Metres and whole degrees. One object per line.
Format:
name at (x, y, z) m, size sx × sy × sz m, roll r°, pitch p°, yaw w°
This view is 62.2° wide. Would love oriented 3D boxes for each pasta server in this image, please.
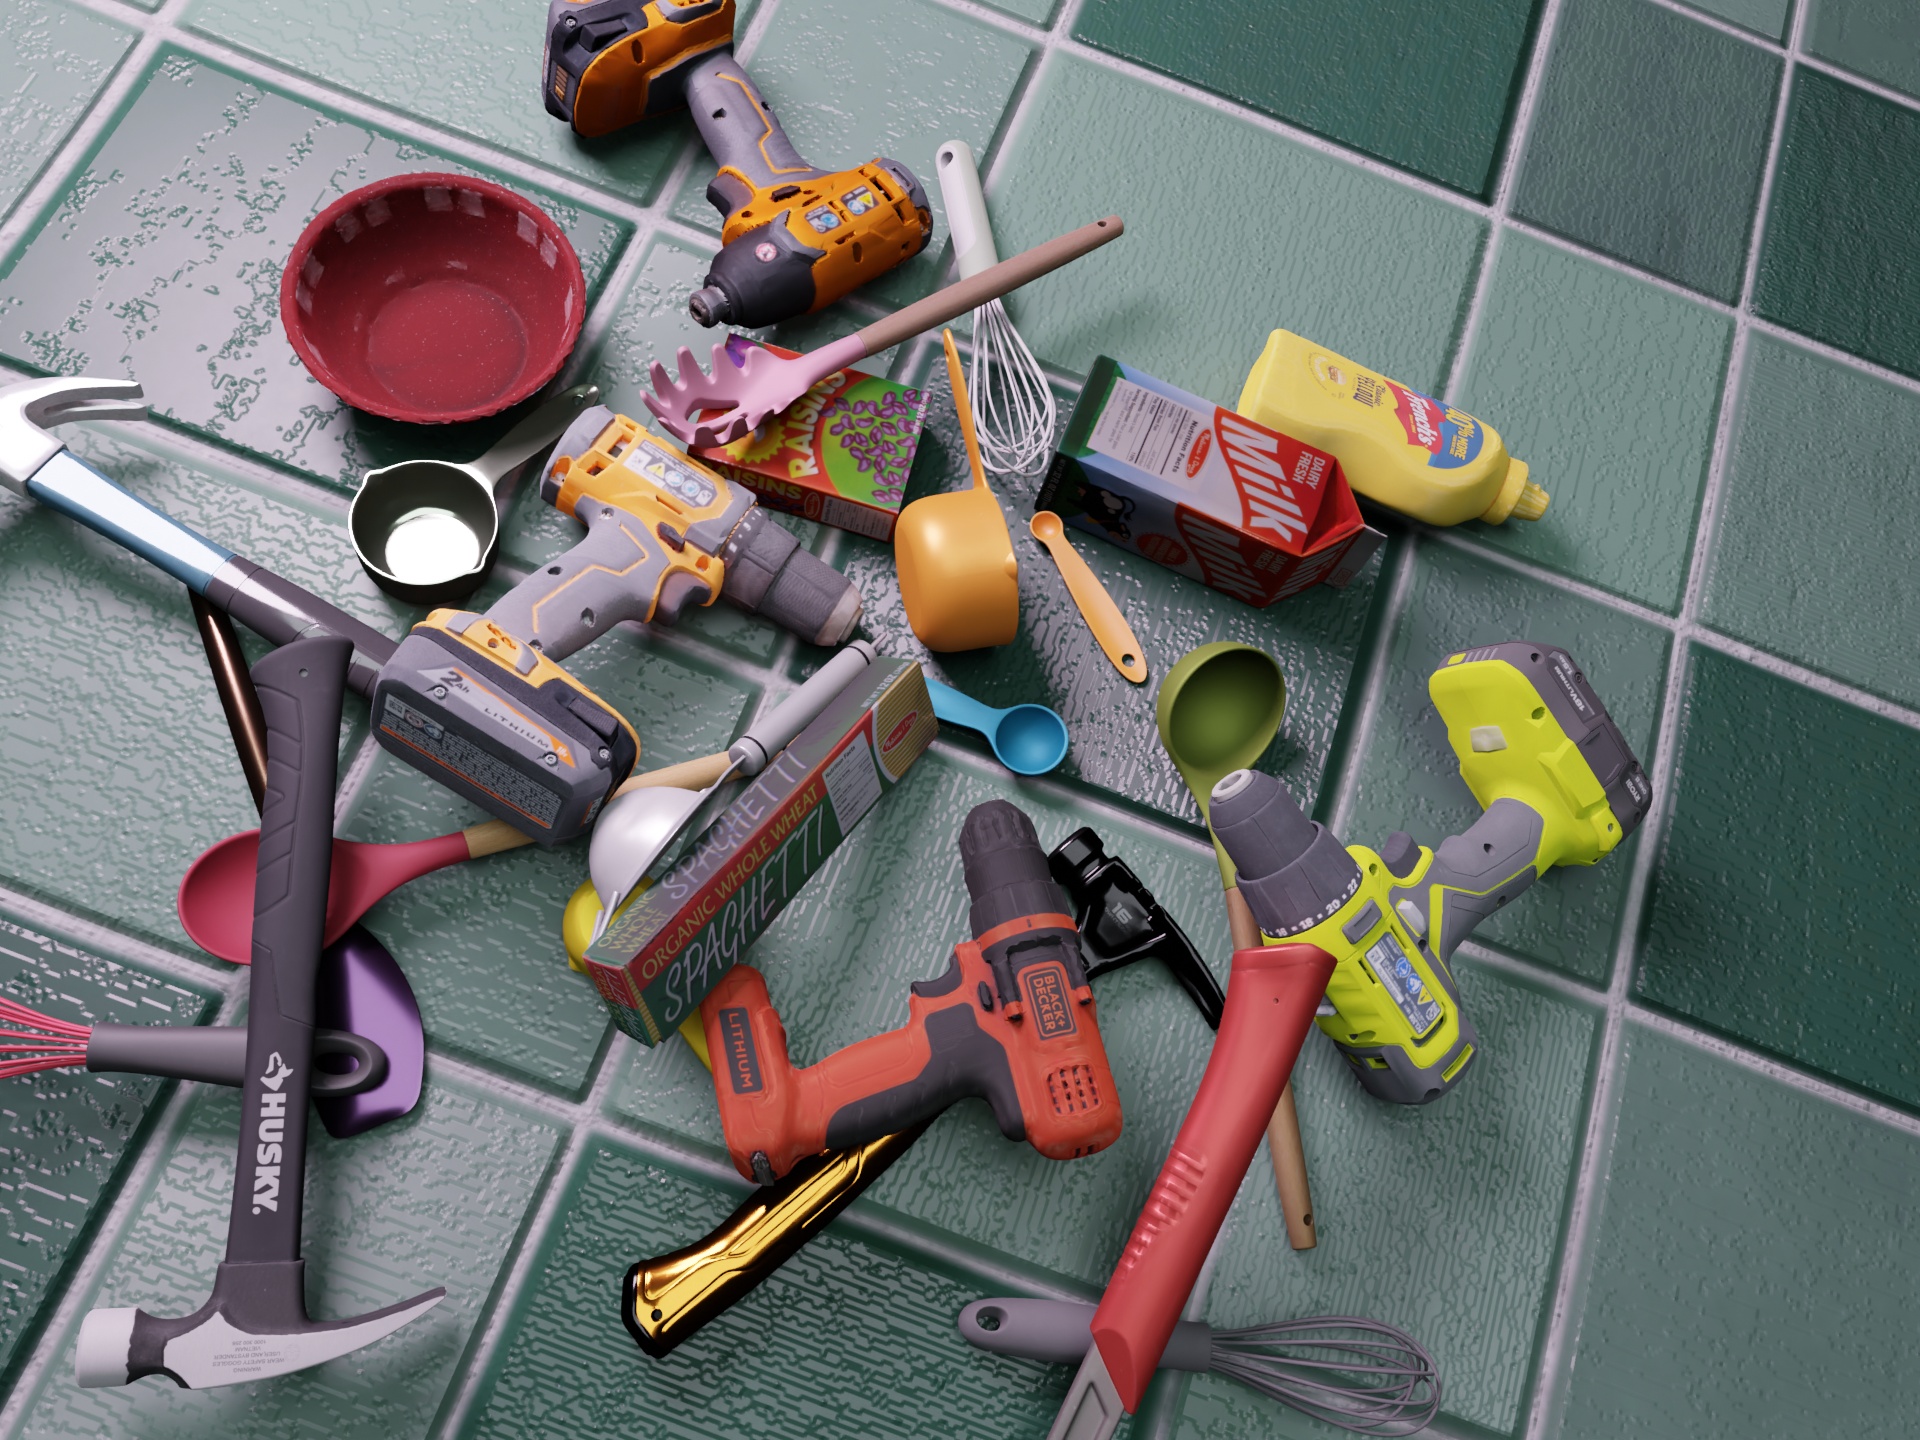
pasta server at (-0.034, -0.228, 0.902) m, size 0.316 × 0.040 × 0.060 m, roll -30°, pitch 65°, yaw -19°

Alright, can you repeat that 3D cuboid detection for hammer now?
hammer at (0.094, 0.270, 0.735) m, size 0.149 × 0.036 × 0.359 m, roll 27°, pitch 83°, yaw 3°
hammer at (-0.367, -0.065, 0.815) m, size 0.331 × 0.033 × 0.128 m, roll 31°, pitch 60°, yaw -4°
hammer at (-0.020, 0.198, 0.792) m, size 0.337 × 0.034 × 0.127 m, roll -36°, pitch 78°, yaw -19°
hammer at (-0.303, 0.124, 0.727) m, size 0.146 × 0.035 × 0.335 m, roll 3°, pitch 77°, yaw -17°

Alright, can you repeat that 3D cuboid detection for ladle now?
ladle at (0.159, 0.113, 0.842) m, size 0.078 × 0.062 × 0.320 m, roll 1°, pitch 72°, yaw -27°
ladle at (-0.225, 0.054, 0.806) m, size 0.315 × 0.031 × 0.069 m, roll -17°, pitch 76°, yaw -21°

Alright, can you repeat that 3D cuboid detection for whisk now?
whisk at (0.015, -0.253, 0.960) m, size 0.059 × 0.058 × 0.247 m, roll 12°, pitch 58°, yaw -42°
whisk at (-0.418, 0.149, 0.730) m, size 0.295 × 0.073 × 0.073 m, roll 6°, pitch 69°, yaw -11°
whisk at (0.117, 0.307, 0.769) m, size 0.239 × 0.055 × 0.055 m, roll 8°, pitch 69°, yaw -2°

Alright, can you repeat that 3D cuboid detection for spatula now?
spatula at (-0.339, 0.053, 0.801) m, size 0.060 × 0.018 × 0.316 m, roll -22°, pitch 76°, yaw -13°

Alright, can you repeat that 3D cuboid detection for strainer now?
strainer at (-0.115, 0.022, 0.804) m, size 0.050 × 0.087 × 0.258 m, roll 45°, pitch 50°, yaw 0°

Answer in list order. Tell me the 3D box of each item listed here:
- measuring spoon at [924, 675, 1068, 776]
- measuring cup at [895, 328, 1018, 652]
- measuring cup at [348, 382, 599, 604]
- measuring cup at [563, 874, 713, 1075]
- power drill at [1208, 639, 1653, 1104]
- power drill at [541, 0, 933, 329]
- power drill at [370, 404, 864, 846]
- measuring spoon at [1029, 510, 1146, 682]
measuring spoon at (-0.001, -0.003, 0.882) m, size 0.128 × 0.021 × 0.042 m, roll 23°, pitch 68°, yaw 9°
measuring cup at (-0.012, -0.121, 0.862) m, size 0.052 × 0.095 × 0.173 m, roll -13°, pitch 99°, yaw -11°
measuring cup at (-0.259, -0.128, 0.875) m, size 0.083 × 0.038 × 0.168 m, roll 39°, pitch 63°, yaw 6°
measuring cup at (-0.140, 0.139, 0.796) m, size 0.062 × 0.029 × 0.156 m, roll -39°, pitch 80°, yaw -20°
power drill at (0.244, 0.059, 0.836) m, size 0.228 × 0.080 × 0.190 m, roll -40°, pitch 101°, yaw -23°
power drill at (-0.145, -0.331, 0.936) m, size 0.164 × 0.084 × 0.226 m, roll -39°, pitch 83°, yaw -29°
power drill at (-0.166, -0.044, 0.819) m, size 0.185 × 0.084 × 0.226 m, roll 32°, pitch 52°, yaw -4°
measuring spoon at (0.074, -0.071, 0.922) m, size 0.021 × 0.011 × 0.117 m, roll -28°, pitch 80°, yaw -16°
